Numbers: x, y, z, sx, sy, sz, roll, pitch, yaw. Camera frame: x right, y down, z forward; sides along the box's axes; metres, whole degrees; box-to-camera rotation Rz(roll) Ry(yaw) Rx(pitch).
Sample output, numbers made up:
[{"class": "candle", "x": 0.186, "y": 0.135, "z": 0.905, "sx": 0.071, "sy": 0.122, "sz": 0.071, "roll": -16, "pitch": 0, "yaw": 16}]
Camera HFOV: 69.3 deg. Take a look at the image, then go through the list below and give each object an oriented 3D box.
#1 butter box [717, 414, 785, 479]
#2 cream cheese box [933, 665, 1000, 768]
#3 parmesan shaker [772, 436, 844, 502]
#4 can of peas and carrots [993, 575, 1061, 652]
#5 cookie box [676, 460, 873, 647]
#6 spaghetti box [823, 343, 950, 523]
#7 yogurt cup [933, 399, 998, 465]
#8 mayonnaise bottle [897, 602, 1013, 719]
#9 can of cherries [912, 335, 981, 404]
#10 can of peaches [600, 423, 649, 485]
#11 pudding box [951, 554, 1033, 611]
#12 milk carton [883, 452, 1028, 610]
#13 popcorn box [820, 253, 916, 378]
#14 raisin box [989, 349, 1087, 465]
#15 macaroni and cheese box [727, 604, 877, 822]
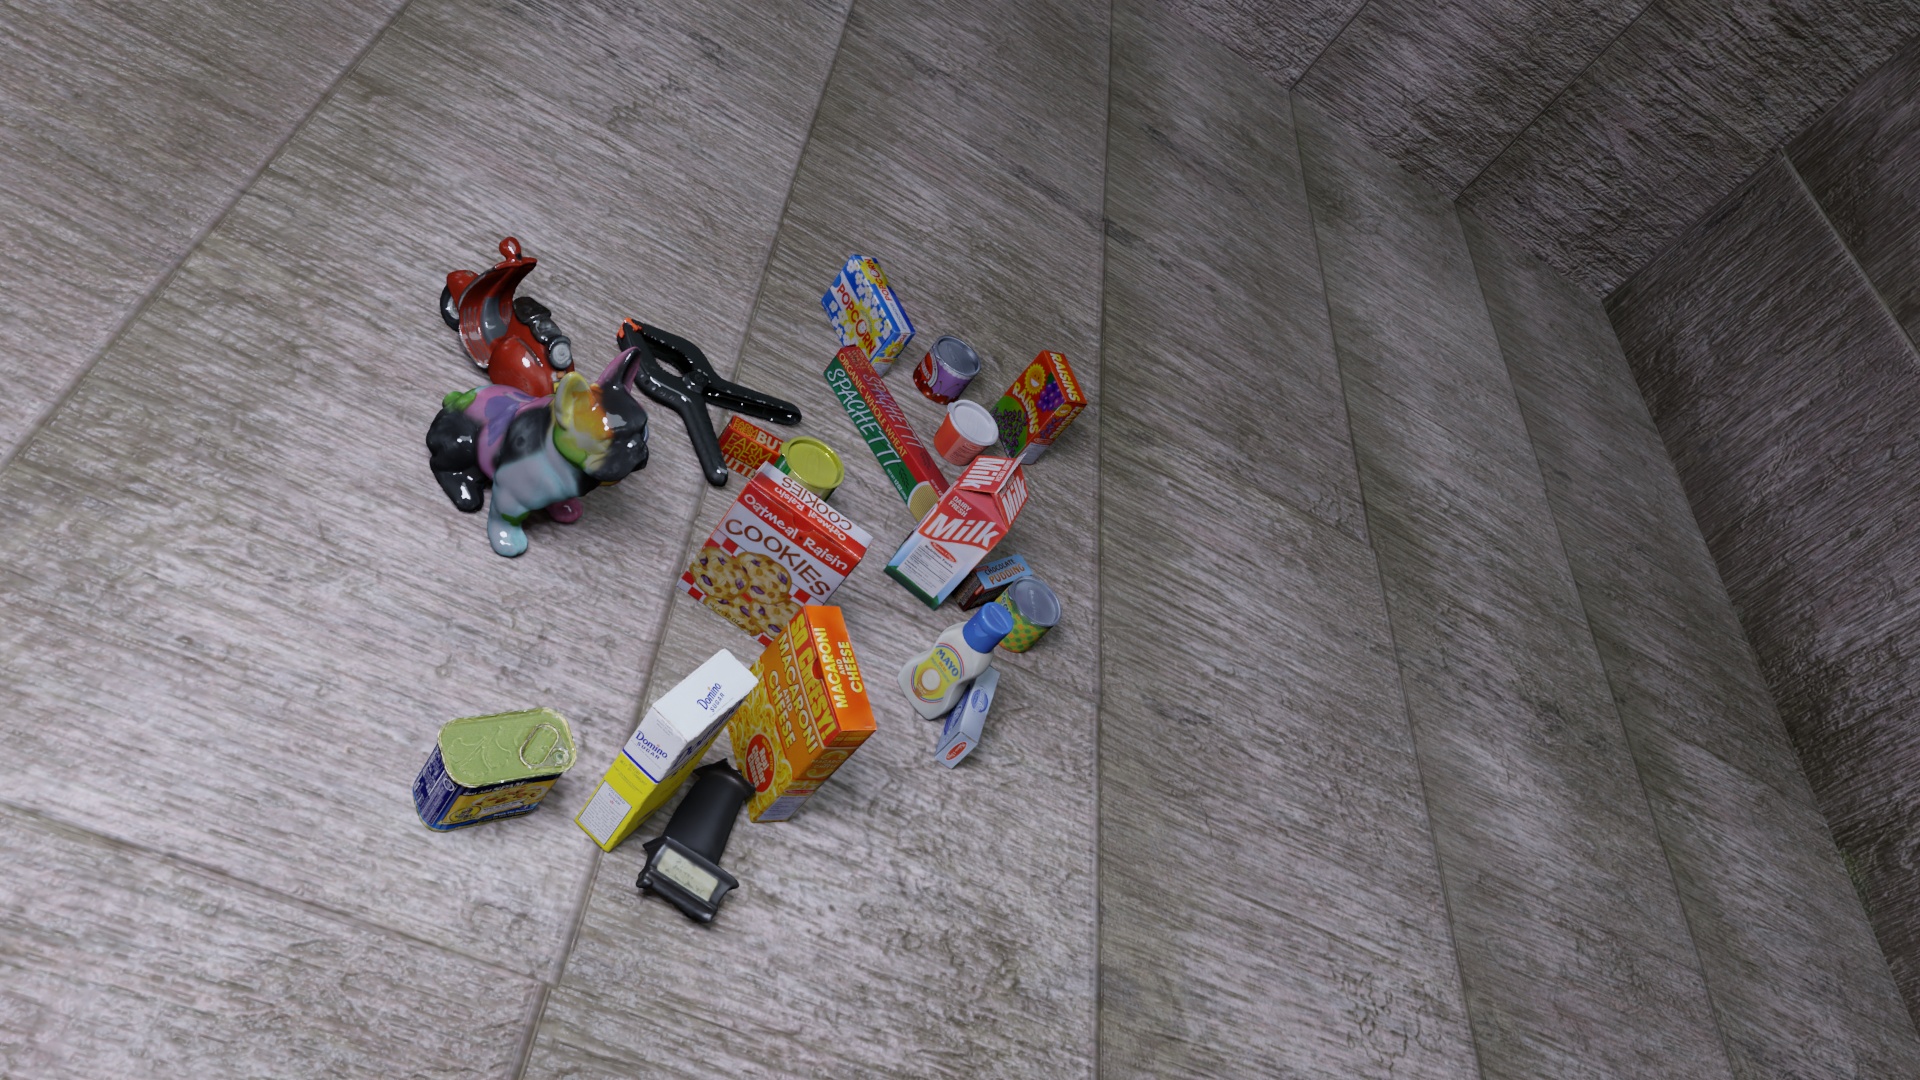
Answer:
[{"class": "butter box", "x": -0.206, "y": -0.086, "z": 1.458, "sx": 0.103, "sy": 0.053, "sz": 0.024, "roll": 29, "pitch": 41, "yaw": -15}, {"class": "cream cheese box", "x": 0.007, "y": 0.174, "z": 1.393, "sx": 0.024, "sy": 0.053, "sz": 0.104, "roll": 34, "pitch": 40, "yaw": -10}, {"class": "parmesan shaker", "x": -0.173, "y": -0.050, "z": 1.412, "sx": 0.071, "sy": 0.102, "sz": 0.072, "roll": 23, "pitch": 43, "yaw": -23}, {"class": "can of peas and carrots", "x": 0.066, "y": 0.081, "z": 1.524, "sx": 0.071, "sy": 0.058, "sz": 0.071, "roll": 23, "pitch": 43, "yaw": -22}, {"class": "cookie box", "x": -0.175, "y": 0.020, "z": 1.295, "sx": 0.123, "sy": 0.166, "sz": 0.040, "roll": 36, "pitch": 39, "yaw": -8}, {"class": "spaghetti box", "x": -0.079, "y": -0.116, "z": 1.594, "sx": 0.029, "sy": 0.050, "sz": 0.250, "roll": -13, "pitch": 64, "yaw": -46}, {"class": "yogurt cup", "x": 0.004, "y": -0.127, "z": 1.669, "sx": 0.072, "sy": 0.053, "sz": 0.073, "roll": 23, "pitch": 43, "yaw": -22}, {"class": "mayonnaise bottle", "x": -0.003, "y": 0.115, "z": 1.365, "sx": 0.041, "sy": 0.147, "sz": 0.065, "roll": -23, "pitch": 71, "yaw": -49}, {"class": "can of cherries", "x": -0.020, "y": -0.212, "z": 1.725, "sx": 0.071, "sy": 0.058, "sz": 0.072, "roll": 23, "pitch": 43, "yaw": -22}, {"class": "can of peaches", "x": -0.346, "y": -0.096, "z": 1.347, "sx": 0.071, "sy": 0.057, "sz": 0.071, "roll": 23, "pitch": 43, "yaw": -22}, {"class": "pudding box", "x": 0.035, "y": 0.046, "z": 1.538, "sx": 0.084, "sy": 0.049, "sz": 0.030, "roll": -15, "pitch": 65, "yaw": -46}, {"class": "milk carton", "x": 0.005, "y": -0.018, "z": 1.461, "sx": 0.073, "sy": 0.189, "sz": 0.073, "roll": 39, "pitch": 39, "yaw": -4}, {"class": "popcorn box", "x": -0.113, "y": -0.270, "z": 1.680, "sx": 0.038, "sy": 0.084, "sz": 0.127, "roll": -4, "pitch": 57, "yaw": -42}, {"class": "raisin box", "x": 0.096, "y": -0.164, "z": 1.724, "sx": 0.040, "sy": 0.122, "sz": 0.086, "roll": 6, "pitch": 51, "yaw": -37}, {"class": "macaroni and cheese box", "x": -0.144, "y": 0.151, "z": 1.200, "sx": 0.040, "sy": 0.165, "sz": 0.124, "roll": 5, "pitch": 52, "yaw": -37}]
